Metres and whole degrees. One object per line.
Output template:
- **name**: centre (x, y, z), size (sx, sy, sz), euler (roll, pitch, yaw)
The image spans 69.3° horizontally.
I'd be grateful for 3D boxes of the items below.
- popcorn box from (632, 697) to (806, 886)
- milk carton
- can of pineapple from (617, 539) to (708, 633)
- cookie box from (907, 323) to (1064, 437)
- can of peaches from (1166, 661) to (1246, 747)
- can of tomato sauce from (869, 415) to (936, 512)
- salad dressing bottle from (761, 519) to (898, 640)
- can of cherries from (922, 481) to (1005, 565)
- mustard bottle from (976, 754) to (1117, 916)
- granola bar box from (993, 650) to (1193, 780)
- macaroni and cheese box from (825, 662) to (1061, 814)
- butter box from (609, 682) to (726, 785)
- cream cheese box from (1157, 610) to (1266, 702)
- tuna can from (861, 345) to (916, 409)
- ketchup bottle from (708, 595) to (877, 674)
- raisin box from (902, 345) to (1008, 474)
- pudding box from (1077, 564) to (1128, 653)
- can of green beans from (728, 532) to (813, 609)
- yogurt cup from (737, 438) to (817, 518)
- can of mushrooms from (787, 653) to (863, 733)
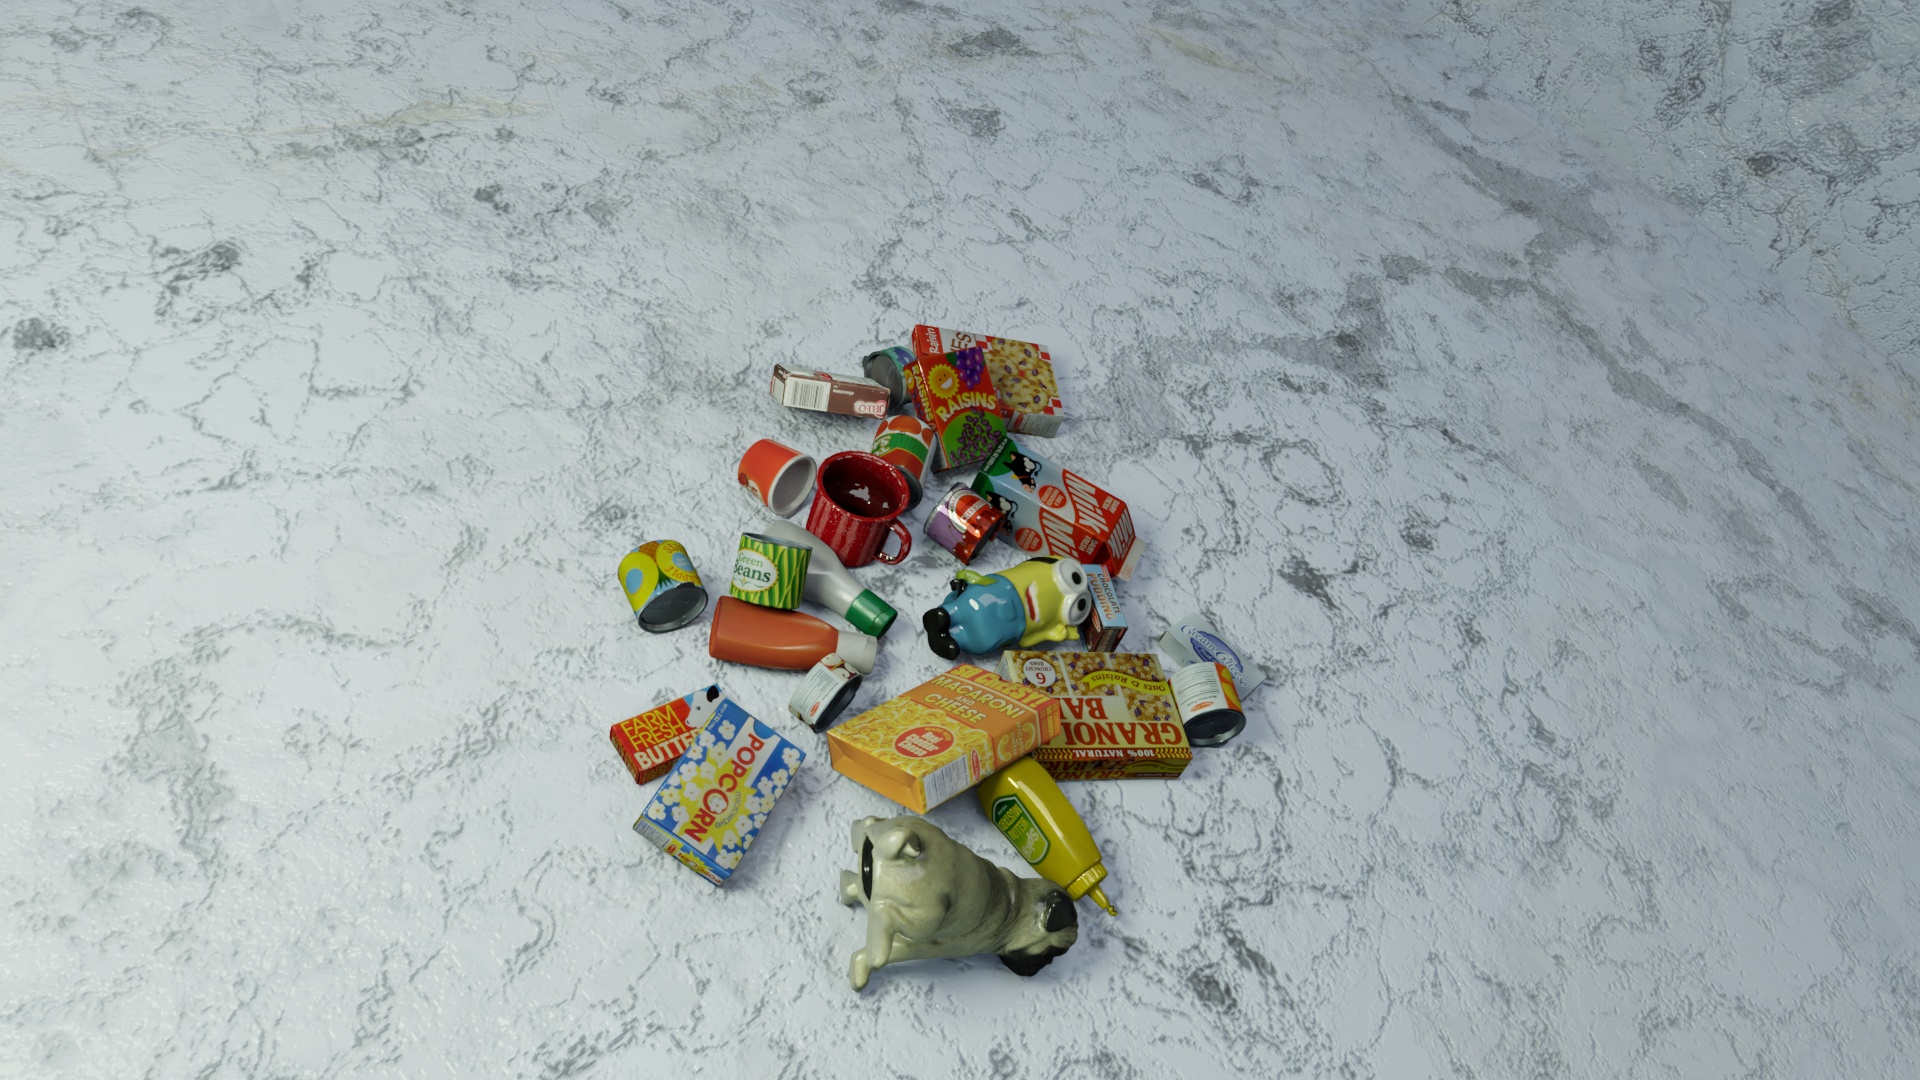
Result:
- **popcorn box**: centre (-0.194, 0.203, 1.126), size (0.085, 0.038, 0.127), euler (36, 51, -5)
- **milk carton**: centre (0.103, -0.023, 1.459), size (0.191, 0.073, 0.073), euler (29, 44, 3)
- **can of pineapple**: centre (-0.266, 0.040, 1.244), size (0.071, 0.070, 0.058), euler (-12, 55, -32)
- **cookie box**: centre (0.028, -0.185, 1.599), size (0.168, 0.040, 0.123), euler (7, 47, -18)
- **can of peaches**: centre (0.239, 0.161, 1.356), size (0.071, 0.070, 0.058), euler (6, 47, -19)
- **can of tomato sauce**: centre (-0.066, -0.081, 1.444), size (0.071, 0.070, 0.083), euler (20, 44, -6)
- **salad dressing bottle**: centre (-0.128, 0.039, 1.323), size (0.148, 0.043, 0.064), euler (36, 41, 9)
- **can of cherries**: centre (0.005, -0.018, 1.413), size (0.058, 0.071, 0.072), euler (38, 46, 12)
- **mustard bottle**: centre (0.081, 0.259, 1.196), size (0.049, 0.065, 0.160), euler (-23, 64, -42)
- **granola bar box**: centre (0.124, 0.166, 1.318), size (0.166, 0.038, 0.125), euler (3, 48, -21)
- **macaroni and cheese box**: centre (-0.013, 0.168, 1.213), size (0.167, 0.040, 0.124), euler (-24, 28, -38)
- **butter box**: centre (-0.239, 0.163, 1.173), size (0.104, 0.024, 0.053), euler (-21, 60, -37)
- **cream cheese box**: centre (0.258, 0.123, 1.426), size (0.104, 0.024, 0.053), euler (44, 46, 18)
- **tuna can**: centre (-0.075, -0.182, 1.534), size (0.033, 0.070, 0.071), euler (-21, 61, -38)
- **ketchup bottle**: centre (-0.151, 0.091, 1.263), size (0.149, 0.043, 0.065), euler (12, 35, -13)
- **raisin box**: centre (-0.003, -0.142, 1.505), size (0.086, 0.040, 0.123), euler (-17, 91, -30)
- **pudding box**: centre (0.138, 0.071, 1.404), size (0.030, 0.049, 0.084), euler (2, 48, -20)
- **can of green beans**: centre (-0.173, 0.028, 1.265), size (0.071, 0.057, 0.071), euler (13, 2, 0)
- **yogurt cup**: centre (-0.184, -0.066, 1.380), size (0.054, 0.072, 0.073), euler (31, 43, 24)
- **can of mushrooms**: centre (-0.118, 0.134, 1.225), size (0.033, 0.070, 0.071), euler (37, 45, 13)
